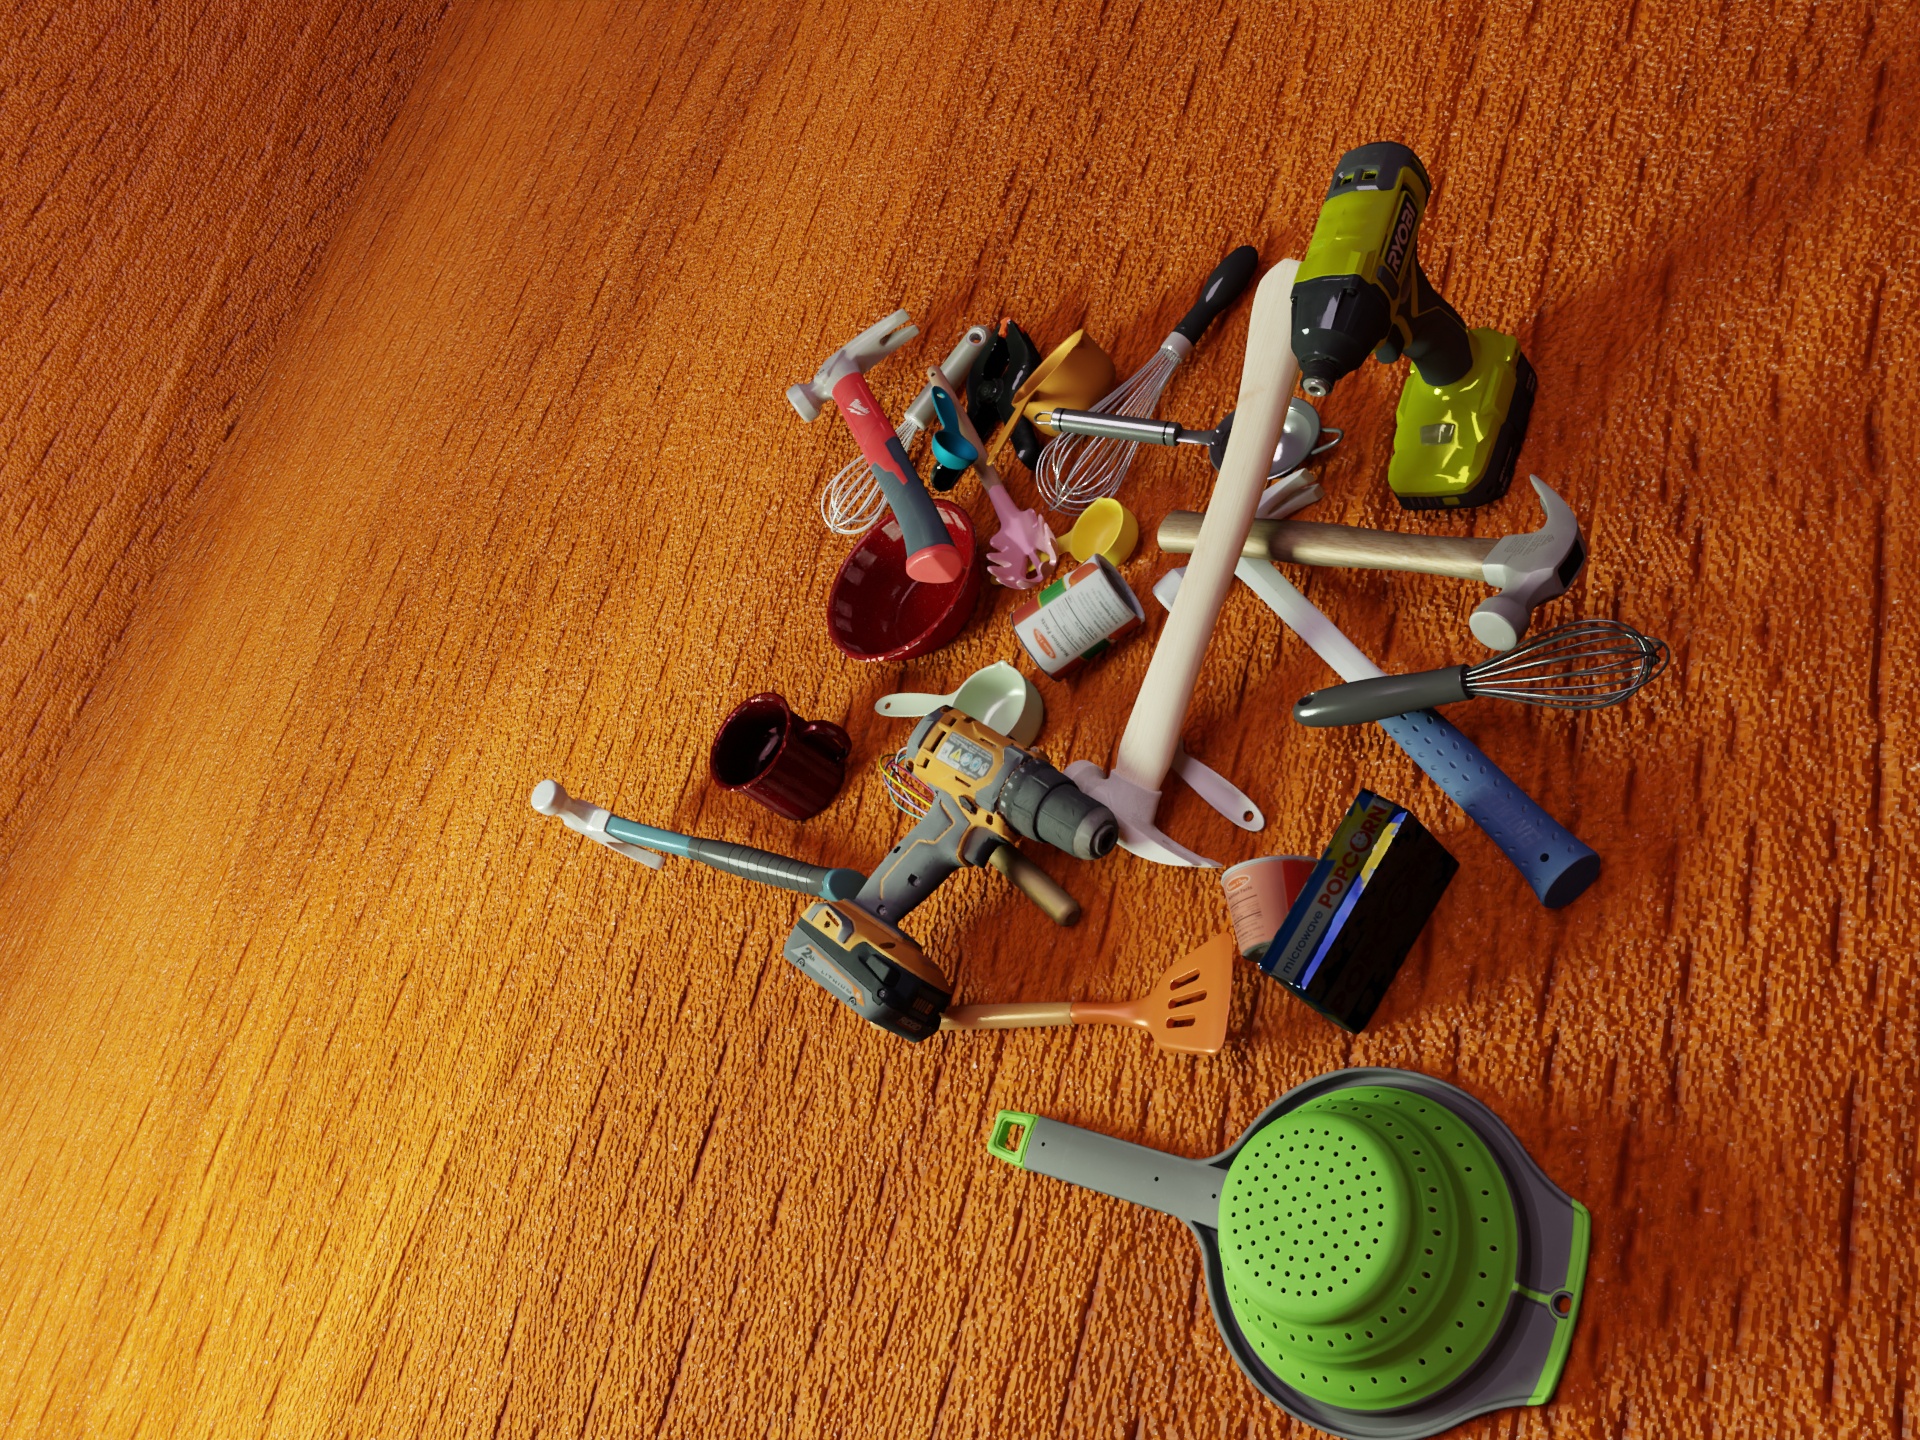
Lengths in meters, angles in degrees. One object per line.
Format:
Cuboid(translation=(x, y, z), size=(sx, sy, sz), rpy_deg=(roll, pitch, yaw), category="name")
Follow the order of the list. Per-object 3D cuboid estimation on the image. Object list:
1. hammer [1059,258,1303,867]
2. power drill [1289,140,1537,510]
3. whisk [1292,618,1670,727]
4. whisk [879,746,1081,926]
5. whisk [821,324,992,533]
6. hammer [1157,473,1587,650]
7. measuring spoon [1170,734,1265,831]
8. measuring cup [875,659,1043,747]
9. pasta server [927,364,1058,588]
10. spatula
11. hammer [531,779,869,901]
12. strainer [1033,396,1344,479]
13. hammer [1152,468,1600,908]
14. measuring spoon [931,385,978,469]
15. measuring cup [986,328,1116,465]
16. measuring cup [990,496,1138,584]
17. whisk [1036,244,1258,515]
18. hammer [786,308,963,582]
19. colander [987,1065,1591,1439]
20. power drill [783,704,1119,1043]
Cuboid(translation=(0.178, -0.103, 1.081), size=(0.146, 0.038, 0.410), rpy_deg=(32, 109, 48), category="hammer")
Cuboid(translation=(0.292, -0.240, 1.045), size=(0.080, 0.223, 0.171), rpy_deg=(4, 66, 43), category="power drill")
Cuboid(translation=(0.308, -0.020, 0.969), size=(0.239, 0.055, 0.055), rpy_deg=(-12, 56, 42), category="whisk")
Cuboid(translation=(0.009, 0.086, 1.215), size=(0.051, 0.047, 0.245), rpy_deg=(-51, 46, 1), category="whisk")
Cuboid(translation=(-0.048, -0.276, 1.505), size=(0.058, 0.059, 0.246), rpy_deg=(36, 85, 11), category="whisk")
Cuboid(translation=(0.260, -0.118, 1.063), size=(0.130, 0.031, 0.331), rpy_deg=(-45, 33, -22), category="hammer")
Cuboid(translation=(0.174, 0.043, 1.122), size=(0.034, 0.018, 0.124), rpy_deg=(-55, 49, 9), category="measuring spoon")
Cuboid(translation=(-0.002, -0.004, 1.288), size=(0.168, 0.038, 0.083), rpy_deg=(2, 65, 44), category="measuring cup")
Cuboid(translation=(0.019, -0.218, 1.368), size=(0.060, 0.040, 0.317), rpy_deg=(-36, 48, 15), category="pasta server")
Cuboid(translation=(0.055, 0.200, 1.100), size=(0.322, 0.041, 0.081), rpy_deg=(-11, 58, 38), category="spatula")
Cuboid(translation=(-0.214, 0.112, 1.354), size=(0.331, 0.128, 0.033), rpy_deg=(10, 71, 35), category="hammer")
Cuboid(translation=(0.174, -0.221, 1.235), size=(0.258, 0.050, 0.087), rpy_deg=(13, 63, 27), category="strainer")
Cuboid(translation=(0.278, -0.029, 1.058), size=(0.144, 0.035, 0.406), rpy_deg=(-44, 43, 10), category="hammer")
Cuboid(translation=(-0.014, -0.254, 1.387), size=(0.021, 0.042, 0.129), rpy_deg=(-59, 27, 31), category="measuring spoon")
Cuboid(translation=(0.075, -0.255, 1.338), size=(0.095, 0.052, 0.174), rpy_deg=(-30, 24, 51), category="measuring cup")
Cuboid(translation=(0.085, -0.136, 1.313), size=(0.156, 0.029, 0.062), rpy_deg=(-20, 54, 46), category="measuring cup")
Cuboid(translation=(0.161, -0.284, 1.318), size=(0.284, 0.070, 0.070), rpy_deg=(-53, 42, -6), category="whisk")
Cuboid(translation=(-0.054, -0.245, 1.418), size=(0.143, 0.038, 0.387), rpy_deg=(-35, 40, 7), category="hammer")
Cuboid(translation=(0.149, 0.275, 0.927), size=(0.397, 0.094, 0.205), rpy_deg=(4, 66, 43), category="colander")
Cuboid(translation=(-0.003, 0.115, 1.139), size=(0.185, 0.084, 0.226), rpy_deg=(28, 83, 40), category="power drill")
